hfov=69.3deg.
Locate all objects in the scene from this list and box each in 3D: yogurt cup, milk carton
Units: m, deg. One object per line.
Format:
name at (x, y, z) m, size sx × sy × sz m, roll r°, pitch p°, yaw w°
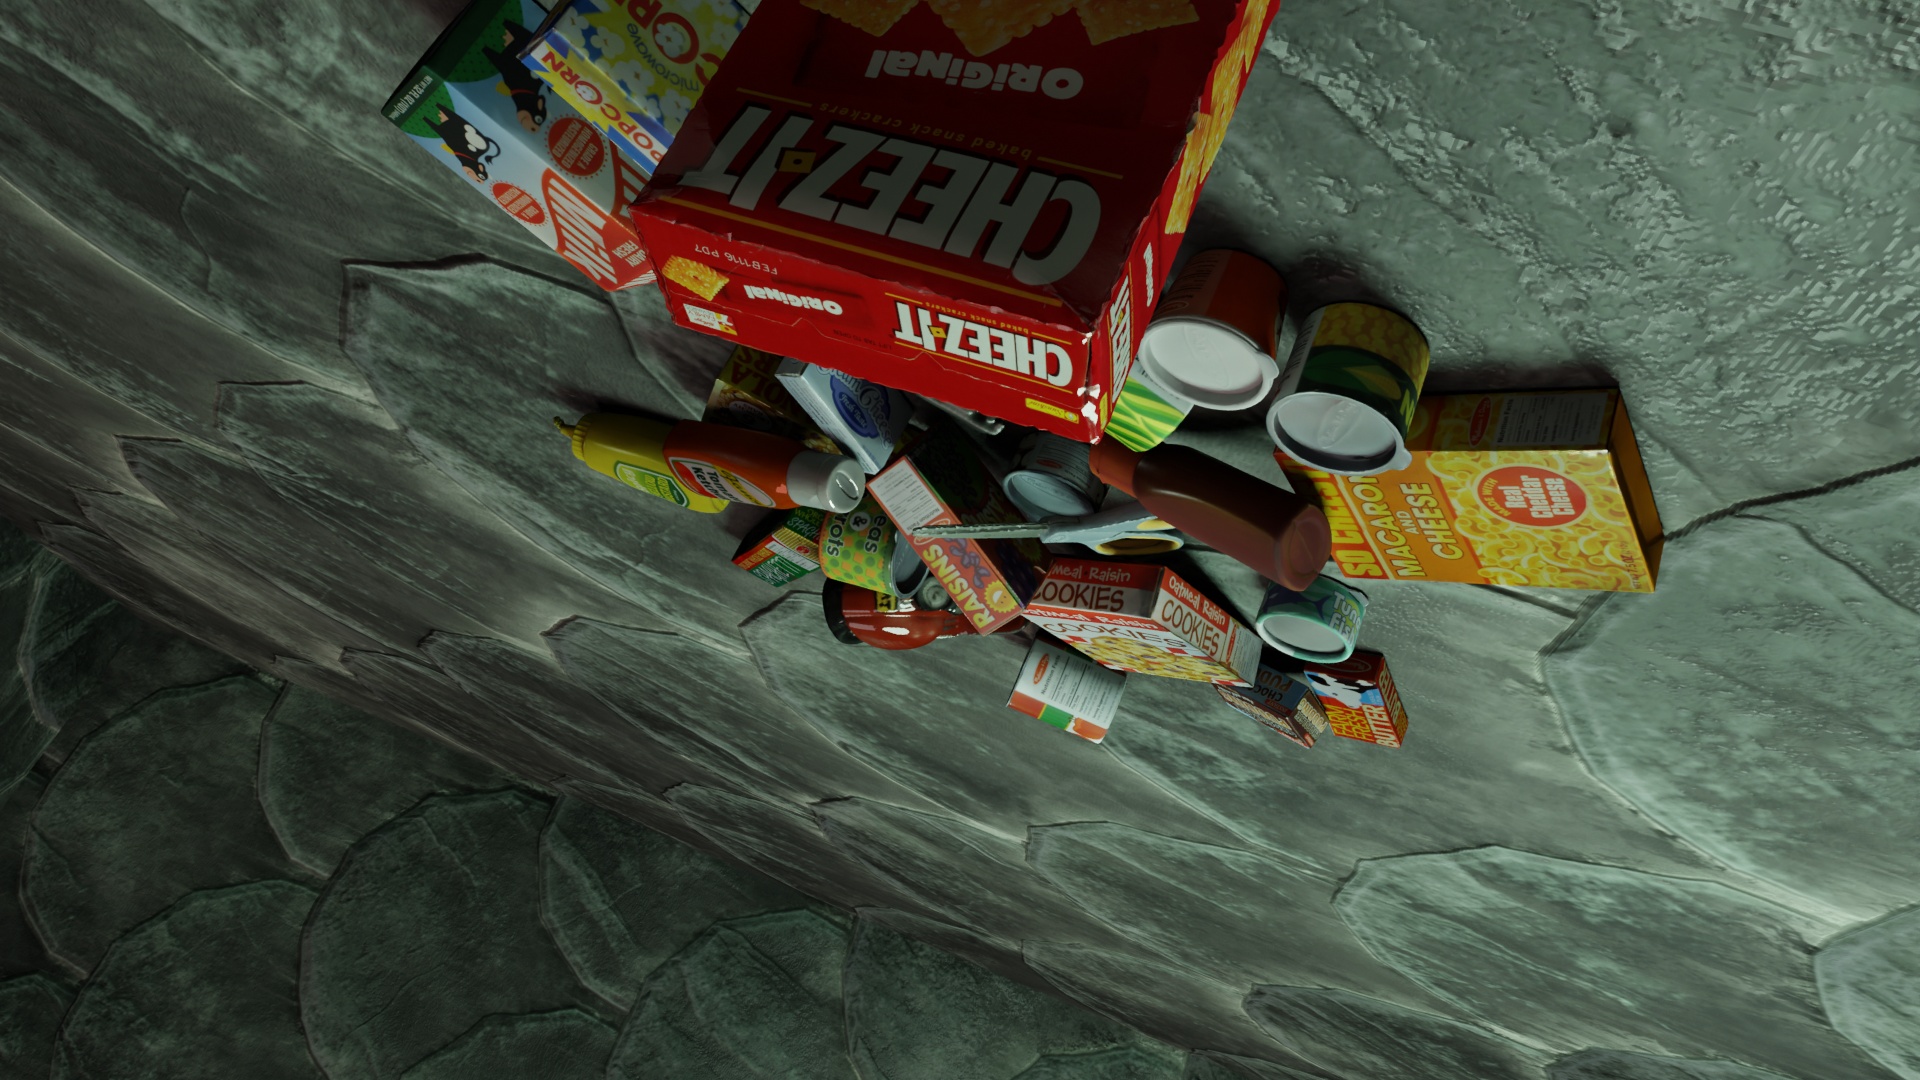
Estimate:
yogurt cup at (0.126, -0.105, 0.679) m, size 0.072 × 0.054 × 0.072 m, roll 20°, pitch 155°, yaw 10°
milk carton at (-0.204, -0.204, 0.758) m, size 0.190 × 0.074 × 0.072 m, roll 39°, pitch 151°, yaw -29°

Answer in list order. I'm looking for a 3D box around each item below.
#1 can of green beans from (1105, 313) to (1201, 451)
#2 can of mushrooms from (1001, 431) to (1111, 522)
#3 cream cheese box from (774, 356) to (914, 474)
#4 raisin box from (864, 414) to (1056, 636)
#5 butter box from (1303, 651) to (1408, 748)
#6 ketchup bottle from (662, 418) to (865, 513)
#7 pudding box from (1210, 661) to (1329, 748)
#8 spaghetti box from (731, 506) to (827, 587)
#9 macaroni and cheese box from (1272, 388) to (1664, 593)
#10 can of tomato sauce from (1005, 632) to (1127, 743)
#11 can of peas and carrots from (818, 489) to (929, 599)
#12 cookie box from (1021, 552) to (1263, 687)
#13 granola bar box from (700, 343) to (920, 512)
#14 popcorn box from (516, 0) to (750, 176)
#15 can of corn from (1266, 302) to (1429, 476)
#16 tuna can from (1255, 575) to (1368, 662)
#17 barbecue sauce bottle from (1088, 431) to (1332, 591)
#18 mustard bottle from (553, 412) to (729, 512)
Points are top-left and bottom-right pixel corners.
can of green beans at (0.088, -0.089, 0.732) m, size 0.058 × 0.071 × 0.071 m, roll 32°, pitch 154°, yaw -17°
can of mushrooms at (0.062, -0.037, 0.896) m, size 0.071 × 0.033 × 0.070 m, roll 19°, pitch 155°, yaw 10°
cream cheese box at (-0.072, -0.093, 0.883) m, size 0.024 × 0.053 × 0.103 m, roll 7°, pitch 150°, yaw 36°
raisin box at (0.003, -0.011, 0.889) m, size 0.040 × 0.086 × 0.123 m, roll -34°, pitch 98°, yaw 26°
butter box at (0.287, 0.113, 1.003) m, size 0.053 × 0.024 × 0.103 m, roll 7°, pitch 150°, yaw 34°
ketchup bottle at (-0.129, -0.047, 0.926) m, size 0.149 × 0.044 × 0.064 m, roll 11°, pitch 153°, yaw 37°
pudding box at (0.226, 0.115, 1.024) m, size 0.084 × 0.030 × 0.049 m, roll 28°, pitch 165°, yaw 48°
spaghetti box at (-0.140, 0.005, 1.118) m, size 0.050 × 0.029 × 0.249 m, roll 30°, pitch 165°, yaw -12°
macaroni and cheese box at (0.266, -0.025, 0.729) m, size 0.166 × 0.040 × 0.123 m, roll 2°, pitch 147°, yaw 39°
can of tomato sauce at (0.088, 0.123, 1.153) m, size 0.083 × 0.071 × 0.071 m, roll 22°, pitch 155°, yaw 3°
can of peas and carrots at (-0.056, 0.000, 0.941) m, size 0.059 × 0.071 × 0.070 m, roll 14°, pitch 153°, yaw 22°
cookie box at (0.122, 0.056, 0.980) m, size 0.123 × 0.040 × 0.167 m, roll 5°, pitch 162°, yaw 37°
granola bar box at (-0.099, -0.065, 0.981) m, size 0.165 × 0.039 × 0.123 m, roll 28°, pitch 155°, yaw -8°
popcorn box at (-0.129, -0.216, 0.653) m, size 0.126 × 0.085 × 0.038 m, roll 40°, pitch 150°, yaw -29°
can of corn at (0.192, -0.073, 0.678) m, size 0.071 × 0.058 × 0.071 m, roll 20°, pitch 155°, yaw 10°
tuna can at (0.233, 0.052, 0.918) m, size 0.071 × 0.033 × 0.070 m, roll 20°, pitch 155°, yaw 10°
barbecue sauce bottle at (0.137, -0.025, 0.789) m, size 0.149 × 0.044 × 0.064 m, roll 32°, pitch 167°, yaw 40°
mustard bottle at (-0.256, -0.069, 1.103) m, size 0.160 × 0.049 × 0.065 m, roll 18°, pitch 153°, yaw 14°
